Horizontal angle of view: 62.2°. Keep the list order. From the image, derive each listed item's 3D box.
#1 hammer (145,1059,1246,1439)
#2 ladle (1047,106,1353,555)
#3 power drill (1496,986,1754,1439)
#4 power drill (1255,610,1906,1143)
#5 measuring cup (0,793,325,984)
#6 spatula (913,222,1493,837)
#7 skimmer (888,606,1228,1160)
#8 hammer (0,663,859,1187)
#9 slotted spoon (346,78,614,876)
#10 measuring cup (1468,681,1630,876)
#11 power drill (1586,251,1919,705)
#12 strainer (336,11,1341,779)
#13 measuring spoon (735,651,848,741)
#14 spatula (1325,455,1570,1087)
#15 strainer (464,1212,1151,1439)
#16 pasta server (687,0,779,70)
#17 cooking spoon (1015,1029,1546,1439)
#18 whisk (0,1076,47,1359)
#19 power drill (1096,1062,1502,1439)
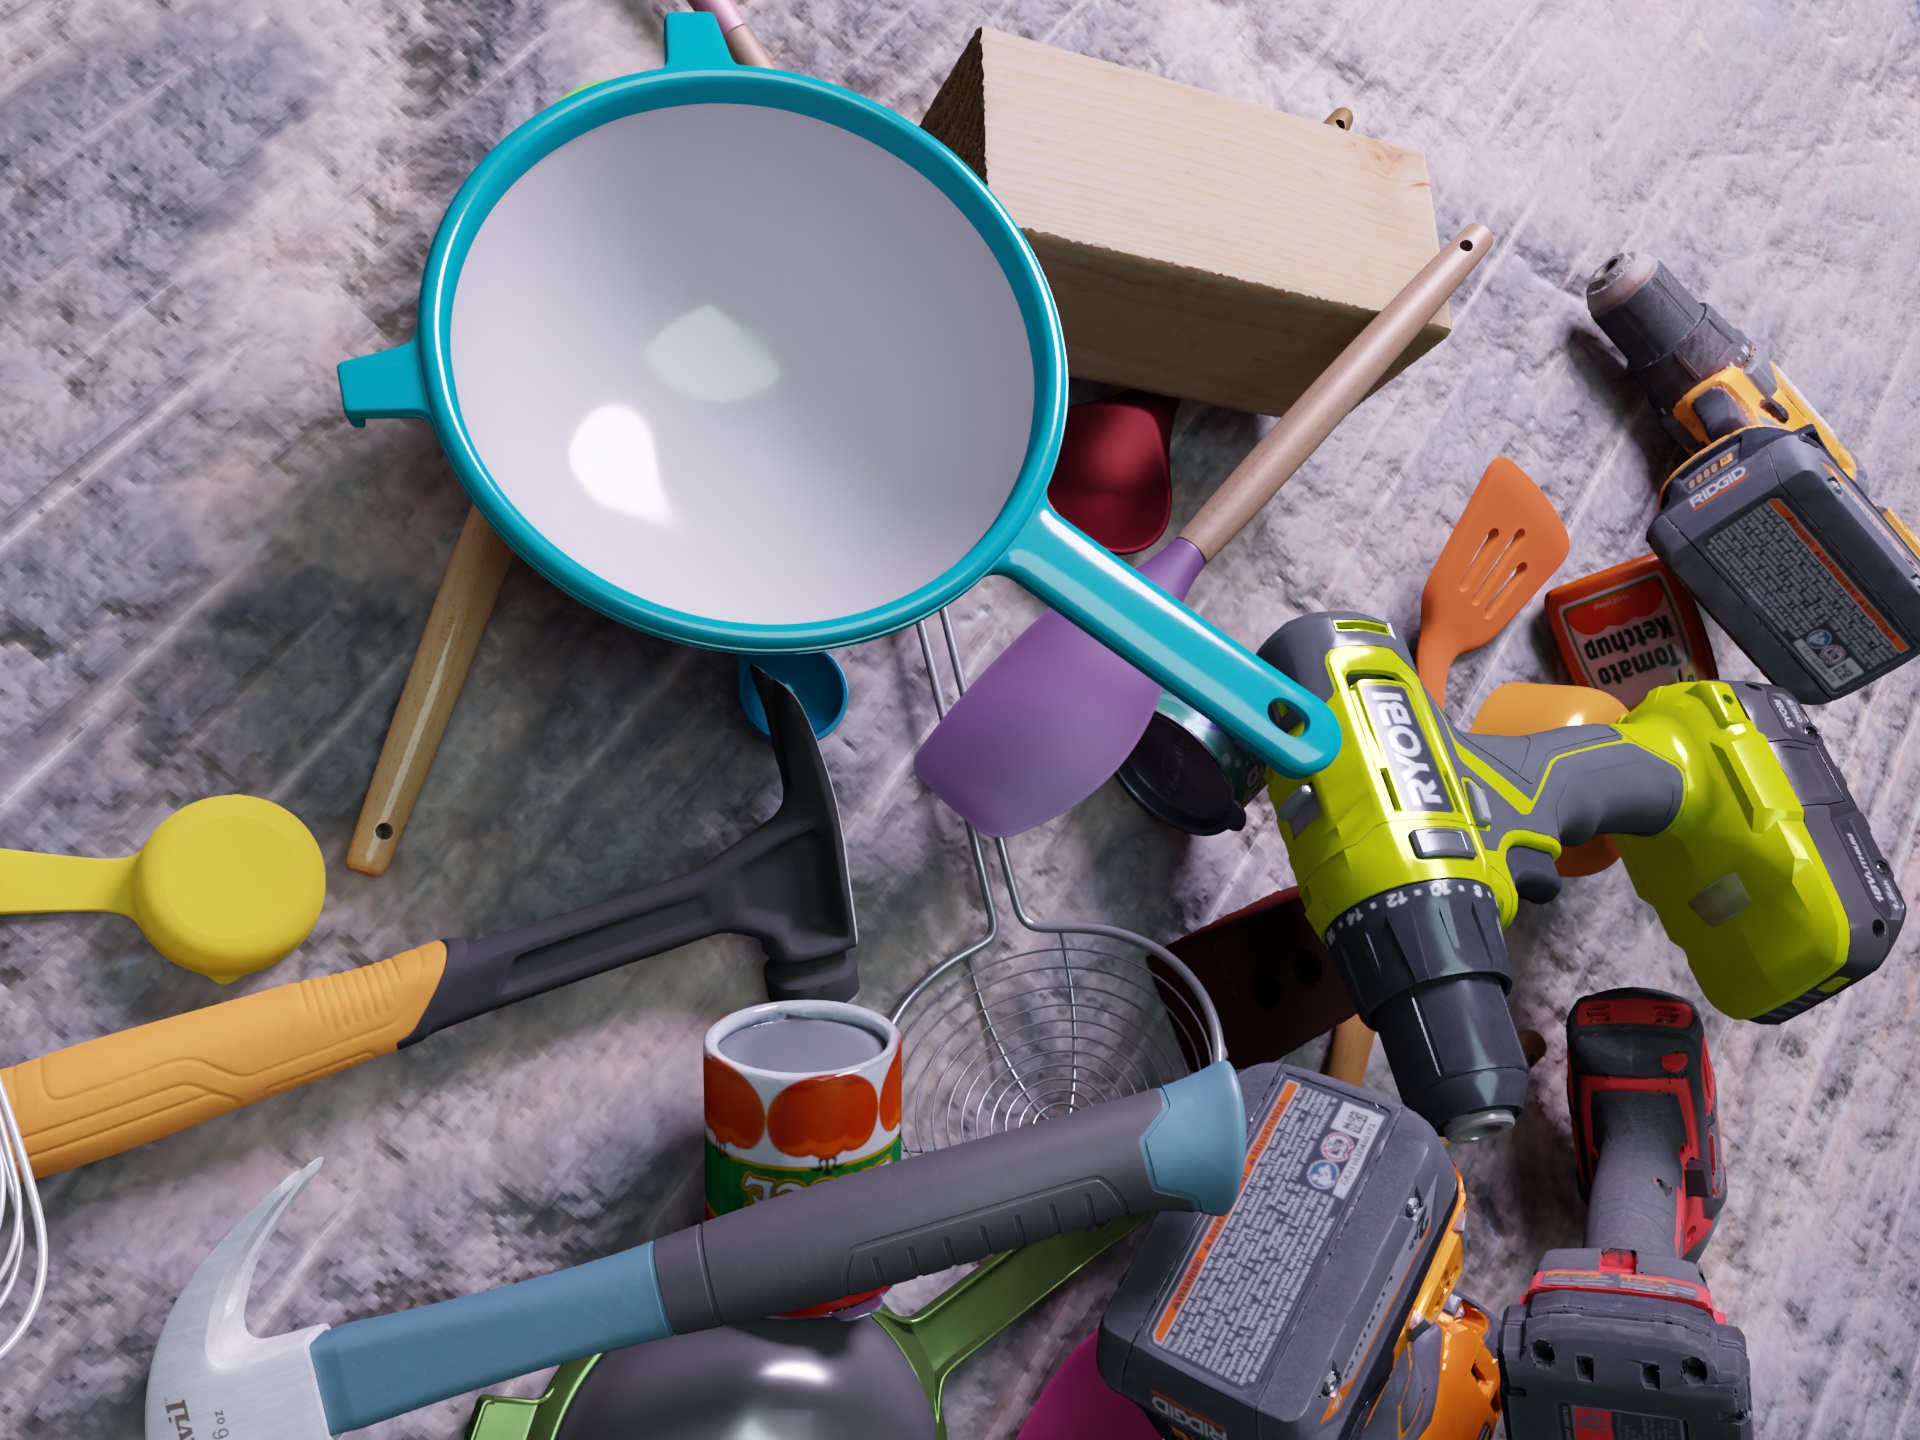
[{"bbox_3d":[-0.073,0.165,0.470,0.331,0.033,0.128,-15,89,-3],"label":"hammer"},{"bbox_3d":[0.117,-0.189,0.731,0.069,0.031,0.315,39,62,-11],"label":"ladle"},{"bbox_3d":[0.268,0.219,0.625,0.220,0.078,0.143,-46,128,-56],"label":"power drill"},{"bbox_3d":[0.225,0.056,0.586,0.228,0.080,0.191,3,55,-22],"label":"power drill"},{"bbox_3d":[-0.274,0.047,0.481,0.156,0.029,0.062,5,75,-27],"label":"measuring cup"},{"bbox_3d":[0.104,-0.079,0.595,0.060,0.018,0.316,40,76,10],"label":"spatula"},{"bbox_3d":[-0.001,-0.002,0.590,0.127,0.090,0.363,-14,80,1],"label":"skimmer"},{"bbox_3d":[-0.190,0.085,0.490,0.337,0.034,0.127,-18,116,-24],"label":"hammer"},{"bbox_3d":[-0.162,-0.095,0.574,0.070,0.031,0.314,24,69,-29],"label":"slotted spoon"},{"bbox_3d":[0.261,0.067,0.707,0.095,0.052,0.174,23,75,-42],"label":"measuring cup"},{"bbox_3d":[0.377,-0.130,0.772,0.185,0.084,0.226,44,35,-11],"label":"power drill"},{"bbox_3d":[-0.023,-0.075,0.559,0.340,0.095,0.211,35,69,-4],"label":"strainer"},{"bbox_3d":[-0.093,-0.041,0.602,0.042,0.021,0.128,-39,86,-27],"label":"measuring spoon"},{"bbox_3d":[0.209,0.035,0.708,0.081,0.041,0.323,36,65,-37],"label":"spatula"},{"bbox_3d":[-0.020,0.228,0.533,0.256,0.069,0.151,-29,90,-27],"label":"strainer"},{"bbox_3d":[-0.081,-0.255,0.656,0.060,0.040,0.316,-38,98,-28],"label":"pasta server"},{"bbox_3d":[0.140,0.209,0.637,0.319,0.017,0.068,-29,113,-31],"label":"cooking spoon"},{"bbox_3d":[-0.282,0.059,0.433,0.059,0.057,0.247,9,50,-40],"label":"whisk"},{"bbox_3d":[0.125,0.240,0.549,0.164,0.084,0.226,-54,137,-26],"label":"power drill"}]
